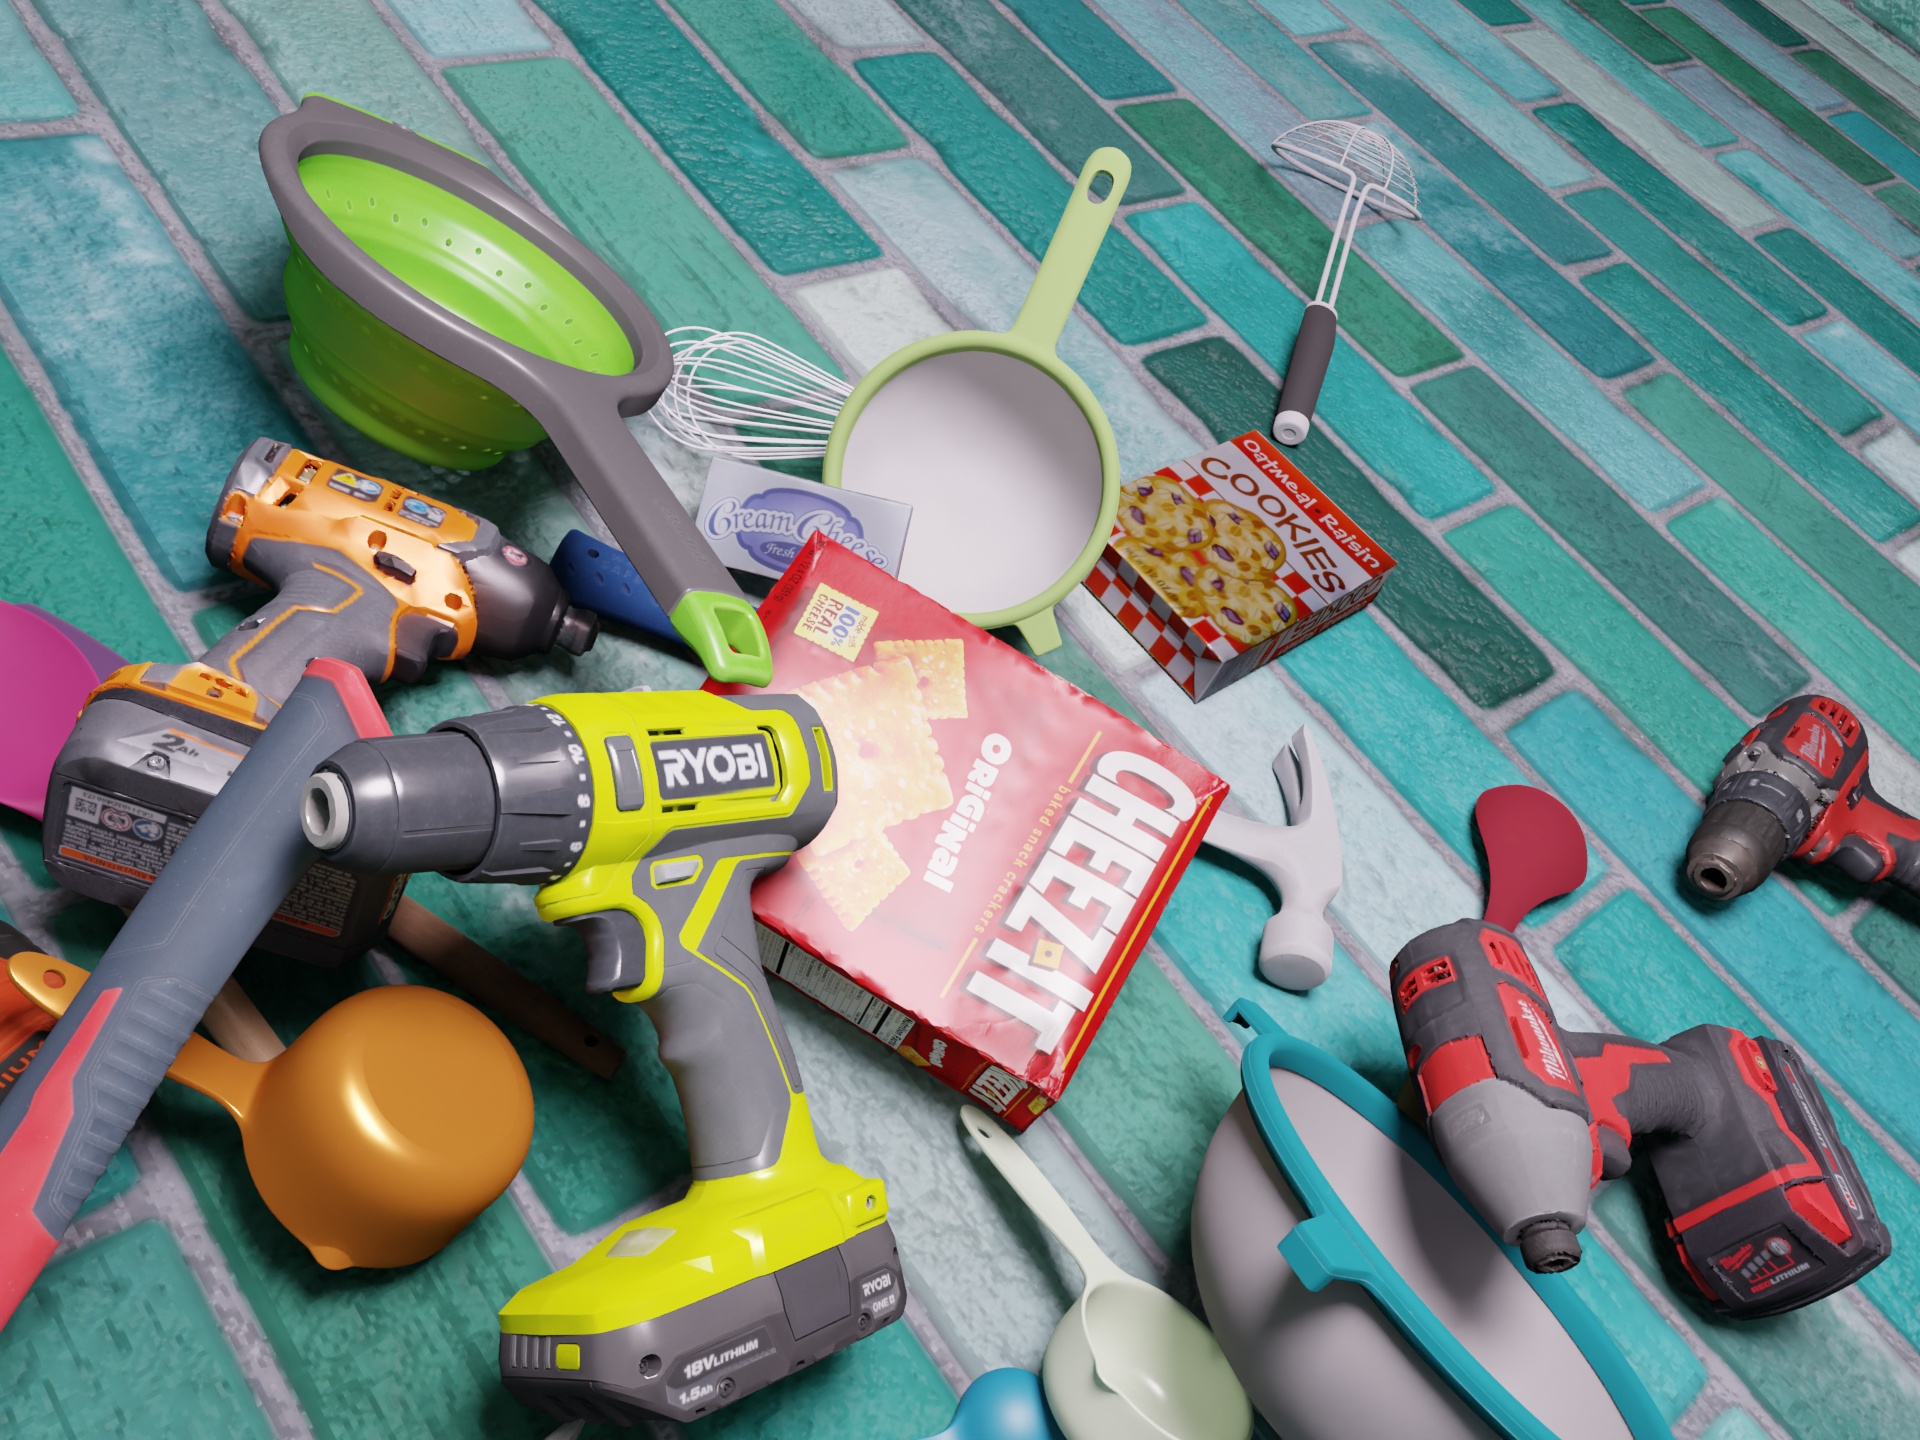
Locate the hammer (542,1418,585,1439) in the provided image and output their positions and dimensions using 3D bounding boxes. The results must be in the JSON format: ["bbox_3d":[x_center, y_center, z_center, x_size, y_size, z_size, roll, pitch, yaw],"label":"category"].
[{"bbox_3d":[0.008,0.371,0.464,0.410,0.038,0.146,31,46,3],"label":"hammer"}]

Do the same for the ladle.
[{"bbox_3d":[0.249,0.127,0.779,0.069,0.031,0.315,35,49,8],"label":"ladle"}]

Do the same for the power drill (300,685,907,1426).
[{"bbox_3d":[-0.109,0.101,0.524,0.190,0.080,0.228,-4,79,-50],"label":"power drill"}]

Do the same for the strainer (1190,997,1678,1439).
[{"bbox_3d":[0.201,0.267,0.594,0.340,0.095,0.211,43,12,-6],"label":"strainer"}]

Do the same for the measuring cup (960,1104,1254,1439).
[{"bbox_3d":[0.040,0.218,0.604,0.083,0.038,0.168,14,25,-48],"label":"measuring cup"}]

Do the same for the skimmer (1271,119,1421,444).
[{"bbox_3d":[0.257,-0.313,1.146,0.127,0.090,0.363,25,57,-6],"label":"skimmer"}]

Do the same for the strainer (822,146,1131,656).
[{"bbox_3d":[0.028,-0.170,0.828,0.151,0.069,0.256,24,91,2],"label":"strainer"}]

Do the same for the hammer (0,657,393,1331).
[{"bbox_3d":[-0.288,0.140,0.444,0.143,0.038,0.386,26,66,-2],"label":"hammer"}]

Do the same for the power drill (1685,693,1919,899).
[{"bbox_3d":[0.522,0.097,0.891,0.227,0.080,0.188,42,48,17],"label":"power drill"}]

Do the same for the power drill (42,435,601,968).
[{"bbox_3d":[-0.238,-0.015,0.631,0.164,0.084,0.227,21,36,-15],"label":"power drill"}]

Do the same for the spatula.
[{"bbox_3d":[-0.265,0.050,0.623,0.316,0.018,0.060,32,55,5],"label":"spatula"}]

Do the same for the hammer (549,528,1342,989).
[{"bbox_3d":[-0.001,-0.002,0.770,0.405,0.035,0.144,22,47,-5],"label":"hammer"}]

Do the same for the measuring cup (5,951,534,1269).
[{"bbox_3d":[-0.219,0.110,0.522,0.173,0.052,0.095,38,27,-26],"label":"measuring cup"}]

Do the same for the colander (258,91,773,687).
[{"bbox_3d":[-0.204,-0.129,0.712,0.204,0.094,0.397,9,38,-51],"label":"colander"}]

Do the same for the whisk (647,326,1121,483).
[{"bbox_3d":[-0.037,-0.159,0.873,0.284,0.070,0.070,9,50,-23],"label":"whisk"}]

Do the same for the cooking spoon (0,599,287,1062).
[{"bbox_3d":[-0.298,0.070,0.585,0.069,0.017,0.319,-34,73,-33],"label":"cooking spoon"}]

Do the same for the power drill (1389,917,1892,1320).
[{"bbox_3d":[0.282,0.177,0.673,0.219,0.078,0.143,23,40,-26],"label":"power drill"}]

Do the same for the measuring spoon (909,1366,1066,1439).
[{"bbox_3d":[-0.016,0.259,0.554,0.128,0.021,0.042,-7,56,-31],"label":"measuring spoon"}]
